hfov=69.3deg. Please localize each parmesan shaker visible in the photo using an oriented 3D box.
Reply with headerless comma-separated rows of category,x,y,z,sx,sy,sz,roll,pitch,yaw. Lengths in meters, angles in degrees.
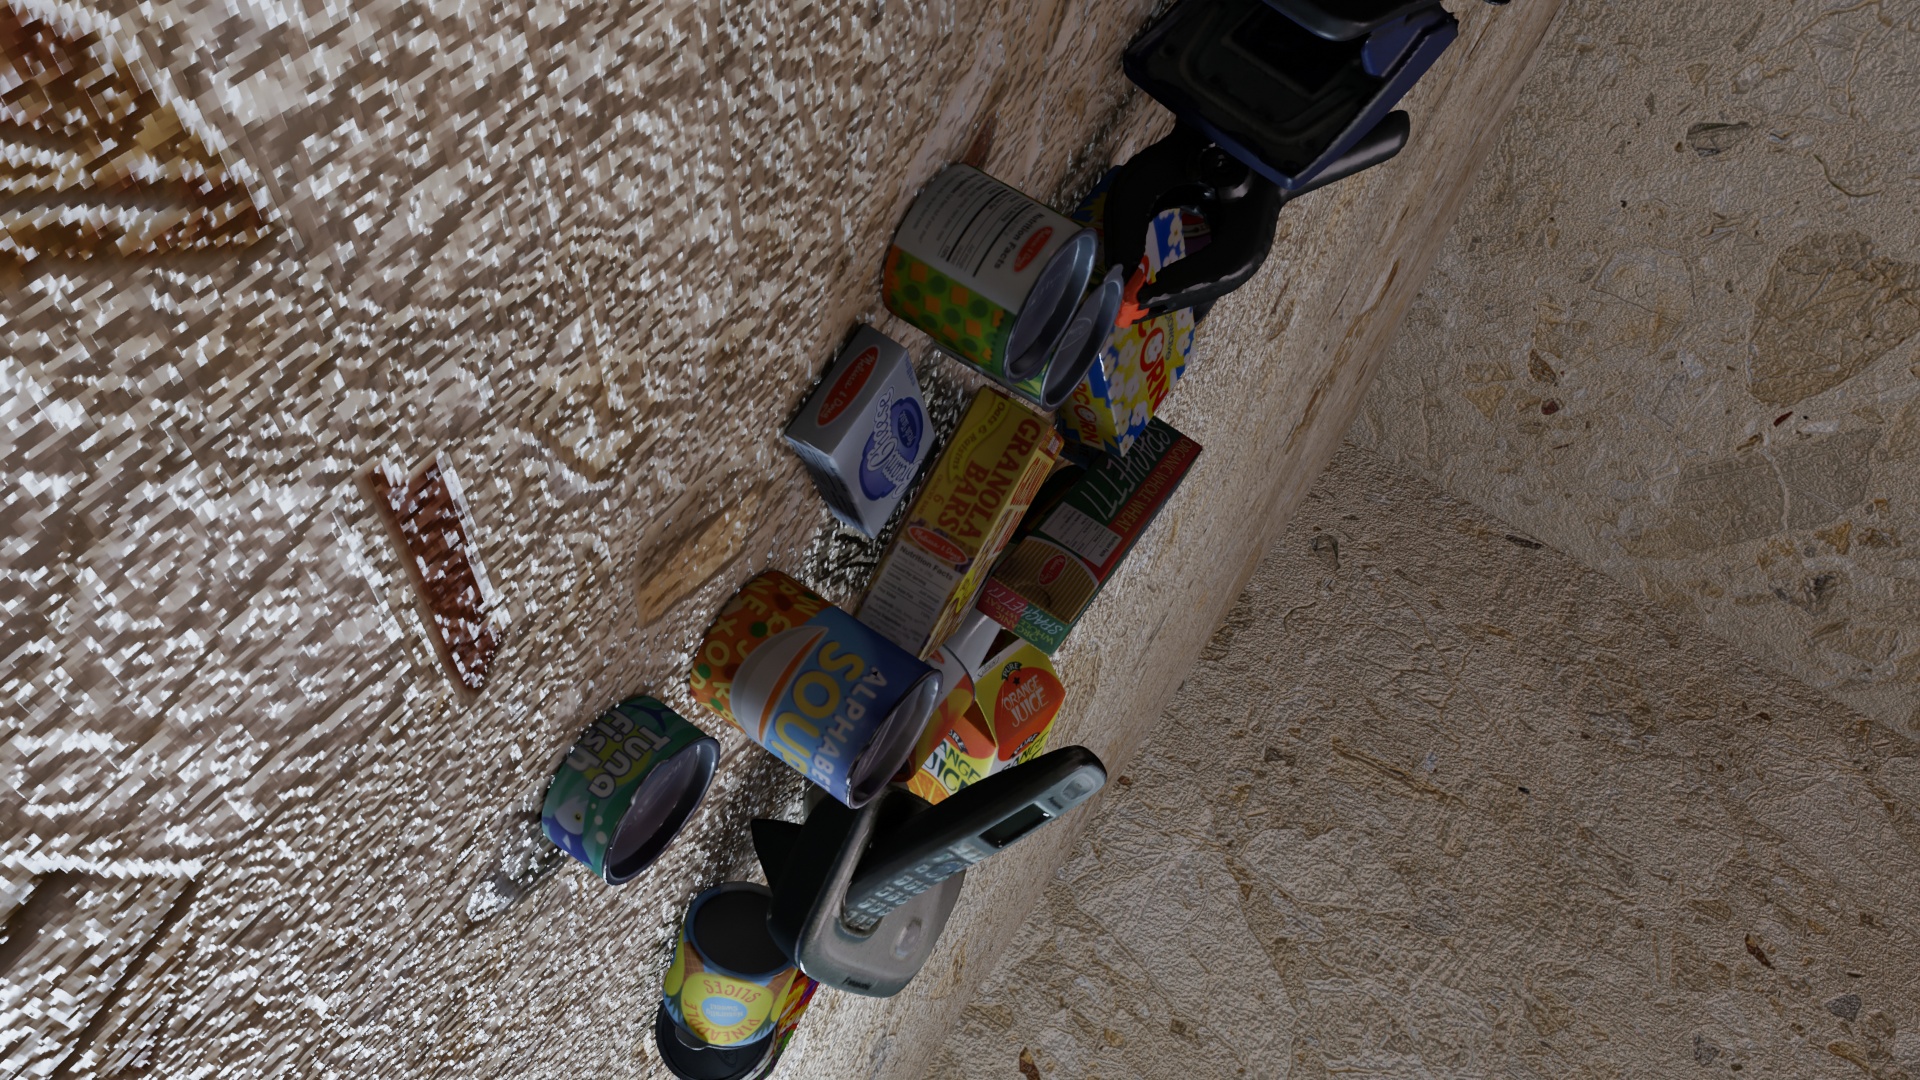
parmesan shaker,0.061,0.005,0.883,0.103,0.071,0.071,-43,159,-47

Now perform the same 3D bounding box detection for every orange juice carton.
orange juice carton,0.012,0.132,0.949,0.072,0.073,0.191,-31,152,-37

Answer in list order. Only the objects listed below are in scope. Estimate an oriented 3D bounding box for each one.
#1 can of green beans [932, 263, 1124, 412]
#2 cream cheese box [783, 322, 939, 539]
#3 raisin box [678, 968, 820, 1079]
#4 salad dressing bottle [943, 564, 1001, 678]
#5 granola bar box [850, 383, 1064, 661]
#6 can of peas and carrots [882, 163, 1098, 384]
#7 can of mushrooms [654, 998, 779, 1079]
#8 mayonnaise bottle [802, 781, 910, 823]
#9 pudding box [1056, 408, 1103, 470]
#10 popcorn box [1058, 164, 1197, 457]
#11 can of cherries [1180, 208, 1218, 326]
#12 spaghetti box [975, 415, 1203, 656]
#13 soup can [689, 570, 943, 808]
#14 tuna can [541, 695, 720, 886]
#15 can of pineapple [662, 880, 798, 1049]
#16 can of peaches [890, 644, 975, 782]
can of green beans,0.029,-0.098,0.603,0.071,0.058,0.071,-53,164,-22
cream cheese box,-0.038,-0.041,0.563,0.053,0.024,0.103,-55,165,-11
raisin box,-0.135,0.318,0.926,0.123,0.040,0.086,-64,164,16
salad dressing bottle,-0.016,0.080,0.840,0.147,0.044,0.064,-62,165,19
granola bar box,0.002,-0.009,0.678,0.124,0.039,0.165,-60,176,4
can of peas and carrots,0.011,-0.102,0.536,0.071,0.059,0.070,-53,165,-21
can of mushrooms,-0.134,0.274,0.784,0.071,0.071,0.033,-53,165,-21
mayonnaise bottle,-0.062,0.182,0.865,0.065,0.041,0.147,-12,156,-8
pudding box,0.085,-0.085,0.867,0.050,0.030,0.083,-54,165,-21
popcorn box,0.081,-0.116,0.714,0.085,0.038,0.126,-54,148,-24
can of cherries,0.120,-0.162,0.773,0.072,0.058,0.071,-52,163,-22
spaghetti box,0.084,-0.013,0.826,0.251,0.050,0.028,-45,165,-53
soup can,-0.061,0.061,0.572,0.071,0.084,0.071,-53,164,-22
tuna can,-0.125,0.093,0.527,0.071,0.033,0.070,-53,164,-22
can of pineapple,-0.120,0.225,0.736,0.071,0.071,0.057,-37,153,-54
can of peaches,-0.035,0.088,0.744,0.058,0.071,0.071,-49,162,-33
